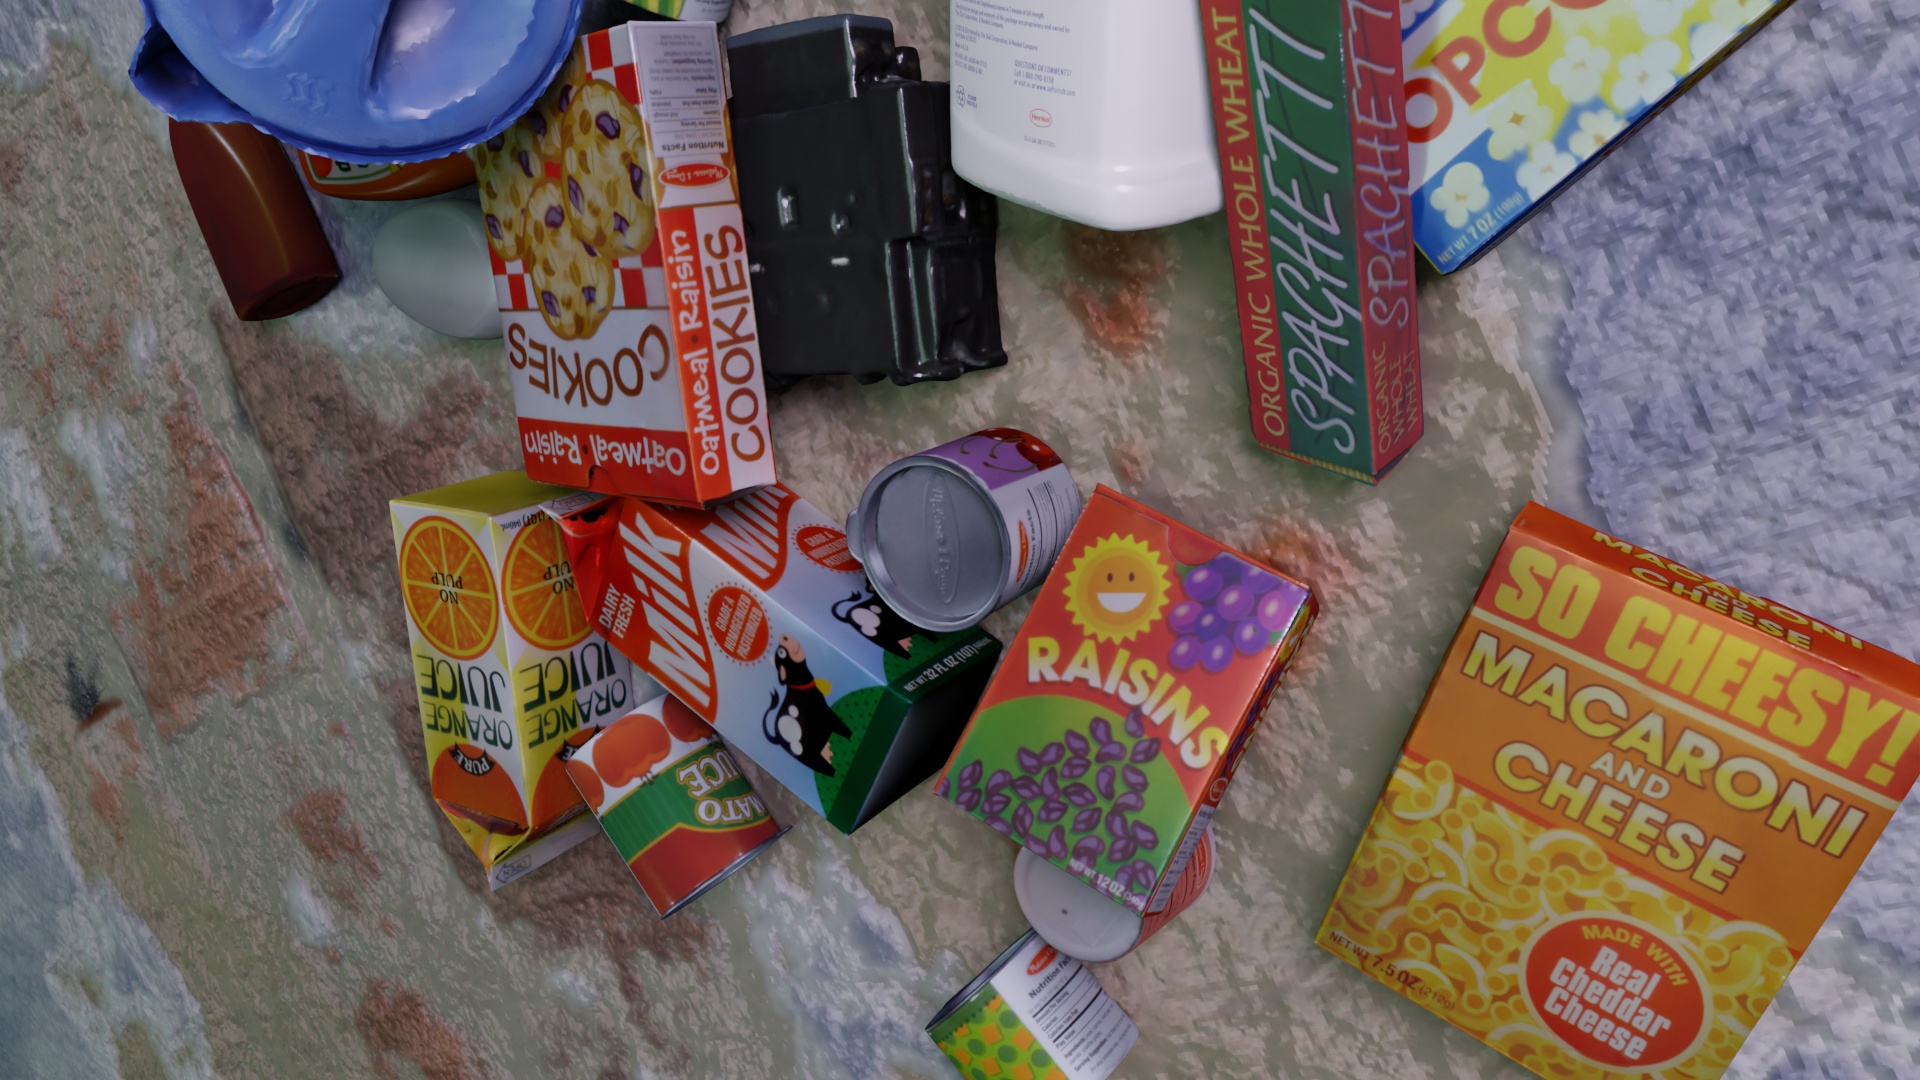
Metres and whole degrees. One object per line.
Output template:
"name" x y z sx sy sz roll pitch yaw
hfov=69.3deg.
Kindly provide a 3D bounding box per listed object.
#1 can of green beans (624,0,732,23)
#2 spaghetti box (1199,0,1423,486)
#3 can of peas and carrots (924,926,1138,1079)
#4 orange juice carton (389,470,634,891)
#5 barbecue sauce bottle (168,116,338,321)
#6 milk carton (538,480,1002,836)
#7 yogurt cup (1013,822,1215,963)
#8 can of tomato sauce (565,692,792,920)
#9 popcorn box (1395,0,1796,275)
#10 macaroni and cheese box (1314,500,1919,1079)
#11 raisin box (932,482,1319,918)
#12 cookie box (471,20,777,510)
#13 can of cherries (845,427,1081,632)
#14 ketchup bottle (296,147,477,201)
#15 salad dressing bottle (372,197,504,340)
"can of green beans" -0.110 -0.236 0.523 0.071 0.071 0.057 39 122 17
"spaghetti box" 0.095 -0.131 0.387 0.050 0.029 0.248 24 138 46
"can of peas and carrots" 0.028 0.199 0.562 0.059 0.071 0.070 48 123 11
"orange juice carton" -0.211 0.068 0.672 0.073 0.072 0.192 6 107 32
"barbecue sauce bottle" -0.376 -0.193 0.720 0.064 0.044 0.148 -23 91 35
"milk carton" -0.086 0.027 0.580 0.191 0.072 0.073 35 120 20
"yogurt cup" 0.056 0.123 0.529 0.072 0.054 0.072 10 110 30
"can of tomato sauce" -0.130 0.119 0.640 0.071 0.071 0.083 -42 80 34
"popcorn box" 0.163 -0.148 0.391 0.126 0.038 0.085 -42 80 34
"macaroni and cheese box" 0.200 0.088 0.435 0.124 0.040 0.165 27 117 23
"raisin box" 0.058 0.055 0.484 0.086 0.040 0.123 27 86 24
"cookie box" -0.132 -0.101 0.528 0.123 0.040 0.167 8 109 44
"can of cherries" 0.002 -0.007 0.523 0.071 0.058 0.071 11 111 30
"ketchup bottle" -0.240 -0.188 0.634 0.149 0.044 0.064 8 103 30
"salad dressing bottle" -0.199 -0.117 0.629 0.148 0.044 0.064 16 112 26
